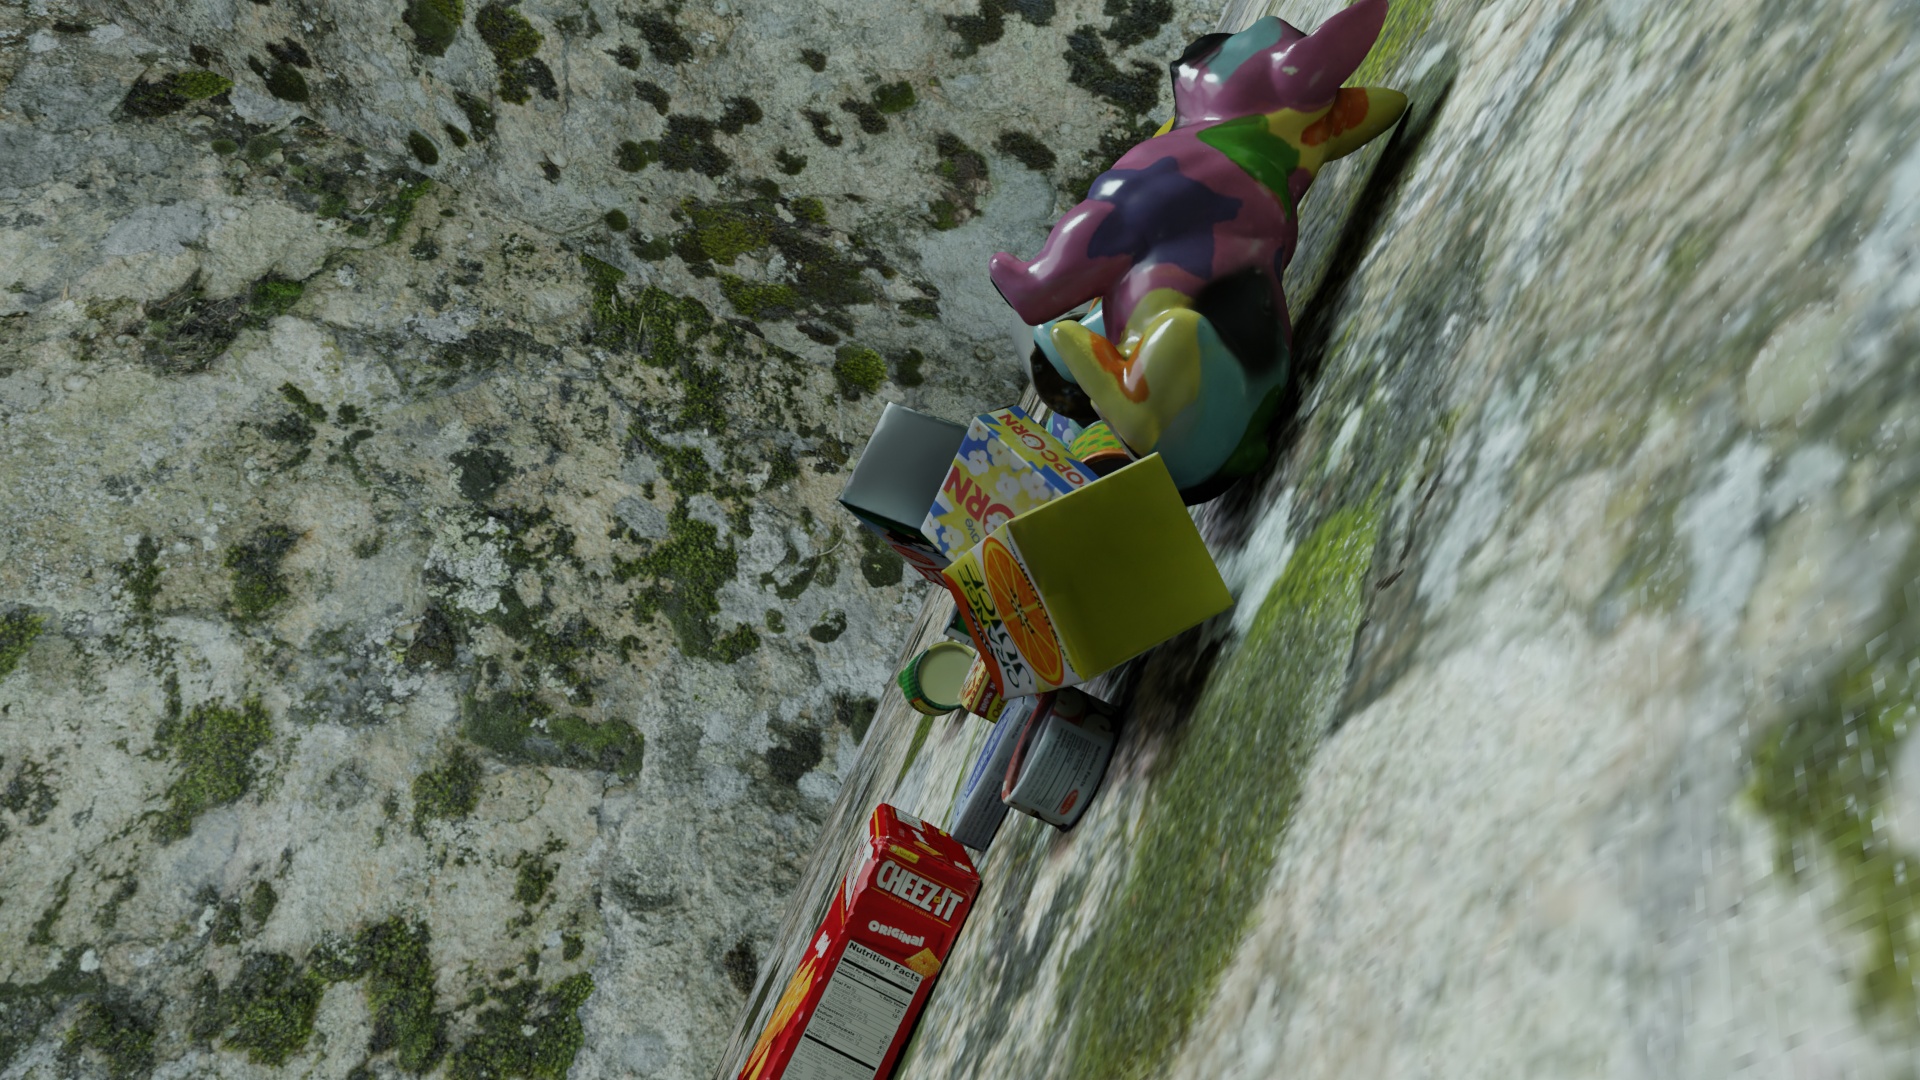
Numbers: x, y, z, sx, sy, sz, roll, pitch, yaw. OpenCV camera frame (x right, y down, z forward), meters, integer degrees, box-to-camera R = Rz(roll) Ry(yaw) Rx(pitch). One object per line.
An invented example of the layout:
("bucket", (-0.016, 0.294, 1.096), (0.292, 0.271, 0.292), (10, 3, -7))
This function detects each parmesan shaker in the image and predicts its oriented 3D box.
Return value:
("parmesan shaker", (-0.022, 0.135, 1.345), (0.071, 0.071, 0.103), (-65, 3, -12))

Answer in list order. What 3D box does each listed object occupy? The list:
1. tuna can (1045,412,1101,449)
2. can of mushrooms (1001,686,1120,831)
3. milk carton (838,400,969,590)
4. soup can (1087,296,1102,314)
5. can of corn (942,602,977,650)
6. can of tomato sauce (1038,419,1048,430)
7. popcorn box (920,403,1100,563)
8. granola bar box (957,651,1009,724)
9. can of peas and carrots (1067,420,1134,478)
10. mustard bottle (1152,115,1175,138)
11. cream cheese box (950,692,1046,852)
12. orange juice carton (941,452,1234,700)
("tuna can", (0.102, -0.084, 1.065), (0.032, 0.071, 0.071), (-62, 4, 42))
("can of mushrooms", (0.048, 0.103, 0.672), (0.071, 0.033, 0.071), (-147, 82, -87))
("milk carton", (0.003, -0.011, 0.898), (0.072, 0.073, 0.190), (-65, -27, -10))
("soup can", (0.126, -0.138, 0.888), (0.071, 0.084, 0.071), (-147, 82, -87))
("can of corn", (0.025, 0.064, 1.230), (0.071, 0.058, 0.071), (-64, 2, 5))
("can of tomato sauce", (0.079, -0.051, 1.180), (0.071, 0.071, 0.082), (-72, 8, -73))
("popcorn box", (0.045, 0.000, 0.741), (0.038, 0.127, 0.084), (-21, -34, -46))
("granola bar box", (0.051, 0.054, 1.023), (0.124, 0.039, 0.165), (150, 145, -85))
("can of peas and carrots", (0.086, -0.029, 0.779), (0.059, 0.071, 0.070), (-71, 7, -66))
("mustard bottle", (0.209, -0.313, 1.023), (0.159, 0.065, 0.049), (-38, 36, 26))
("cream cheese box", (0.027, 0.137, 0.861), (0.103, 0.024, 0.053), (-63, 2, 15))
("orange juice carton", (0.046, 0.024, 0.640), (0.073, 0.072, 0.192), (-25, -4, -14))
